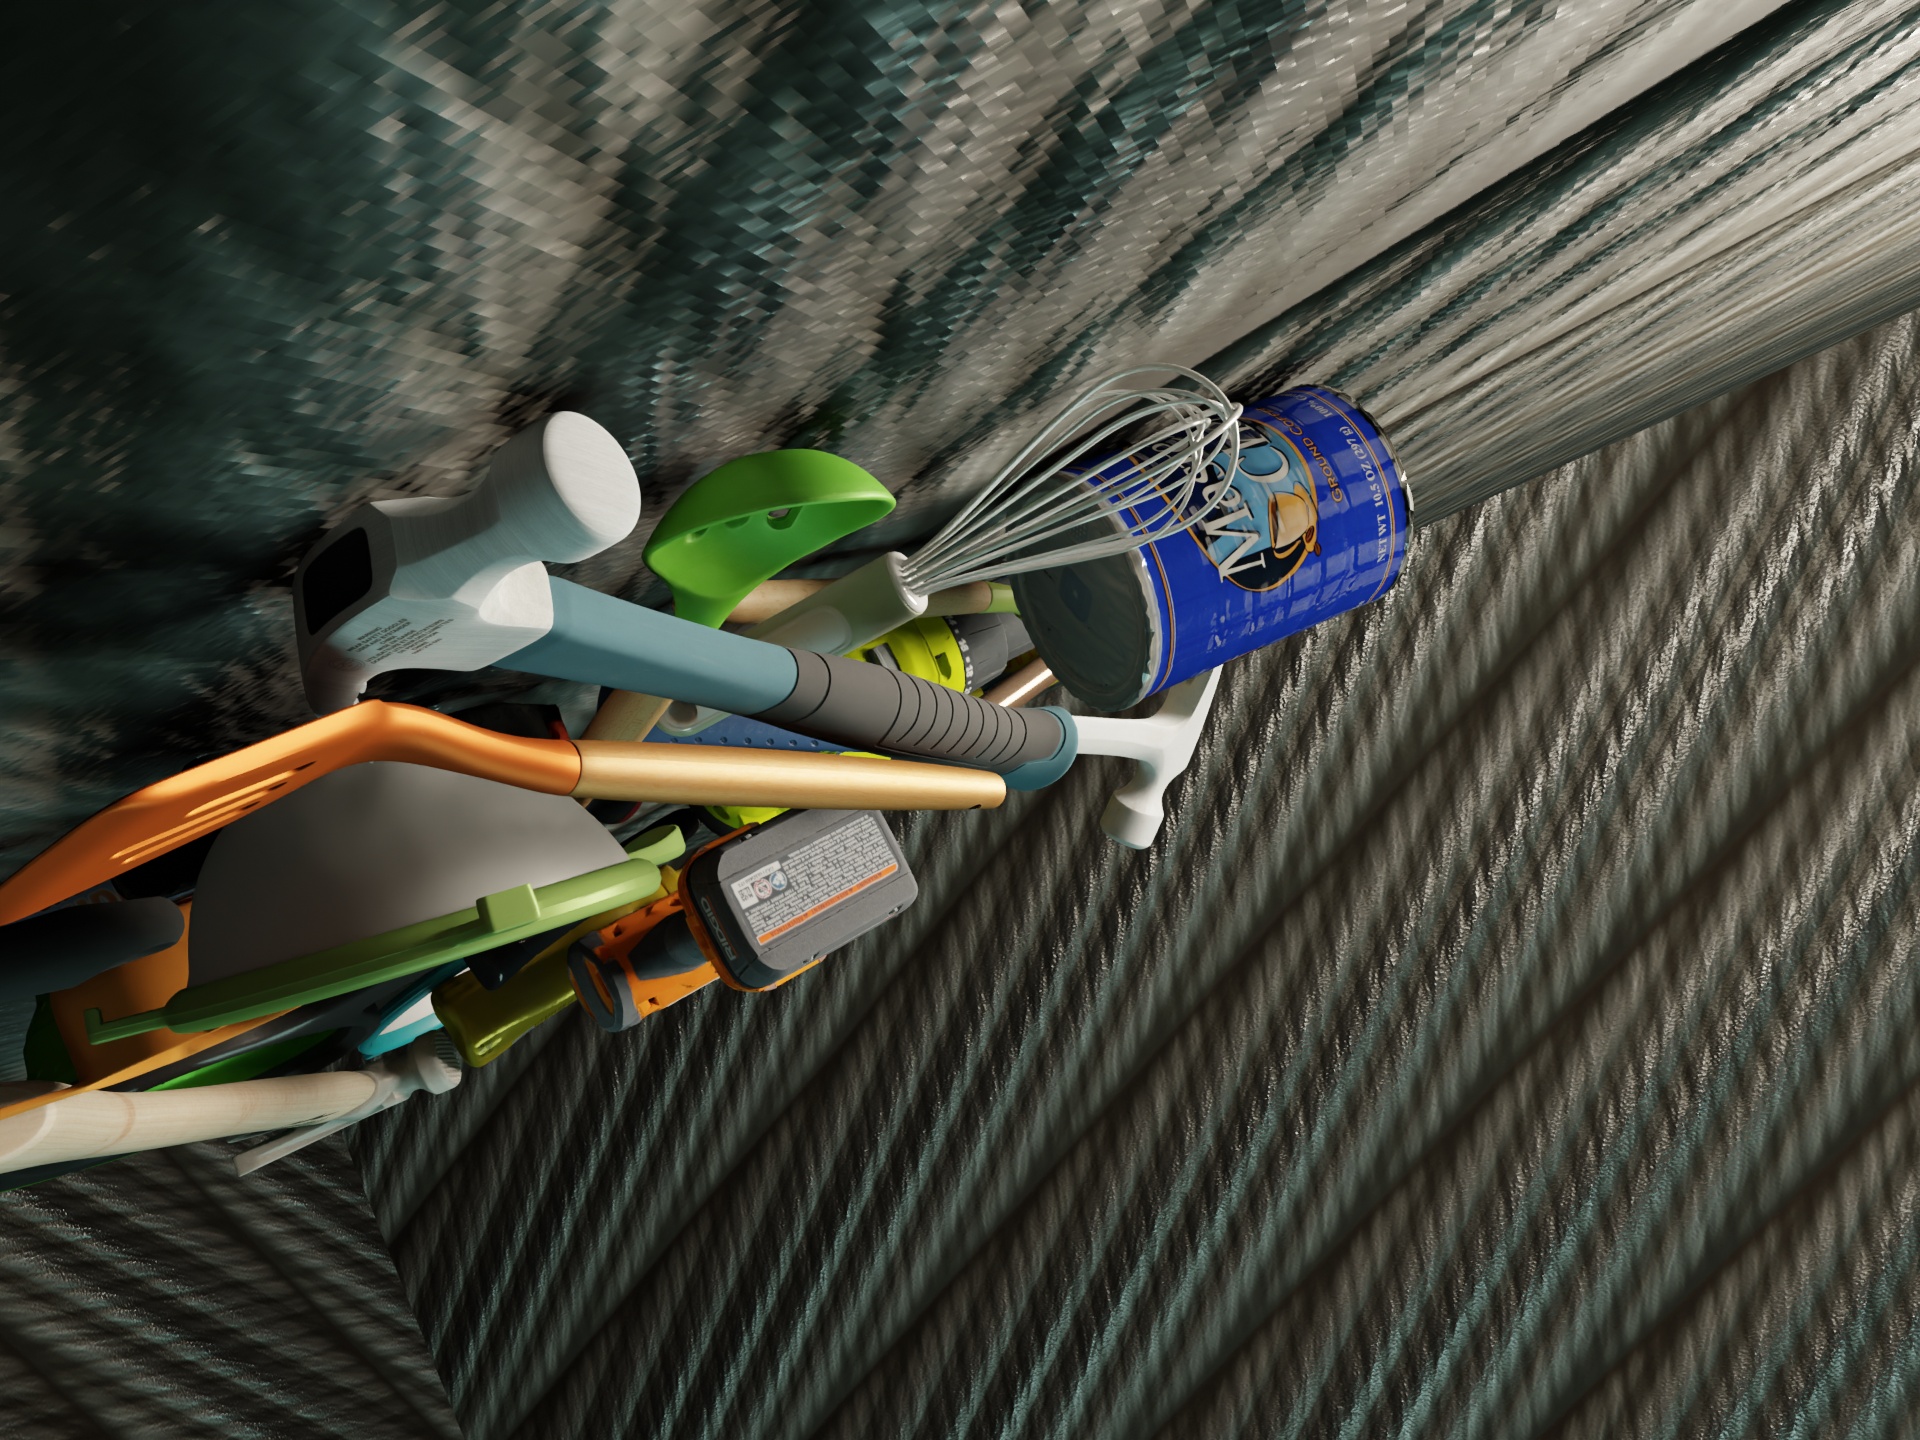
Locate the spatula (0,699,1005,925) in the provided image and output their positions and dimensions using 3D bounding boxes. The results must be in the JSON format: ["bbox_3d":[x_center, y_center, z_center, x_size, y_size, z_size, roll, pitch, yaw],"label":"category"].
[{"bbox_3d":[-0.087,0.023,0.435,0.081,0.041,0.322,-27,160,35],"label":"spatula"}]

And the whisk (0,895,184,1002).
[{"bbox_3d":[-0.339,0.086,0.437,0.073,0.073,0.296,-24,176,23],"label":"whisk"}]

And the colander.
[{"bbox_3d":[-0.369,0.129,0.849,0.397,0.094,0.204,-29,169,19],"label":"colander"}]

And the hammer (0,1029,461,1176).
[{"bbox_3d":[-0.388,0.201,0.798,0.146,0.038,0.410,-24,169,-3],"label":"hammer"}]

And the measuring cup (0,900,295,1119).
[{"bbox_3d":[-0.331,0.112,0.586,0.173,0.052,0.095,-19,174,-39],"label":"measuring cup"}]

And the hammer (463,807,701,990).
[{"bbox_3d":[-0.167,0.060,1.032,0.149,0.036,0.409,-28,-174,36],"label":"hammer"}]

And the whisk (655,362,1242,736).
[{"bbox_3d":[-0.012,-0.052,0.561,0.246,0.057,0.059,-26,-165,20],"label":"whisk"}]

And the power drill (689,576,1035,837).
[{"bbox_3d":[-0.061,-0.010,0.907,0.190,0.080,0.228,-25,176,-27],"label":"power drill"}]

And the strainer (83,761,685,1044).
[{"bbox_3d":[-0.162,0.039,0.549,0.151,0.069,0.256,-16,180,15],"label":"strainer"}]

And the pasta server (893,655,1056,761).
[{"bbox_3d":[0.067,-0.034,0.912,0.316,0.040,0.060,-35,151,-35],"label":"pasta server"}]

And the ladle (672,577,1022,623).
[{"bbox_3d":[-0.012,-0.065,0.701,0.078,0.062,0.320,-29,168,34],"label":"ladle"}]

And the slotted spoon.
[{"bbox_3d":[-0.106,-0.013,0.540,0.070,0.031,0.313,-11,164,-32],"label":"slotted spoon"}]

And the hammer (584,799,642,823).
[{"bbox_3d":[-0.250,0.050,0.860,0.143,0.038,0.386,-22,177,0],"label":"hammer"}]

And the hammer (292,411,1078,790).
[{"bbox_3d":[-0.051,-0.010,0.485,0.128,0.033,0.330,-21,162,27],"label":"hammer"}]

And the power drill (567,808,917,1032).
[{"bbox_3d":[-0.120,0.108,0.928,0.164,0.084,0.226,-26,178,-37],"label":"power drill"}]

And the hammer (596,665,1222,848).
[{"bbox_3d":[-0.001,-0.003,0.802,0.405,0.035,0.144,4,114,-47],"label":"hammer"}]

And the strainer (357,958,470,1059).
[{"bbox_3d":[-0.329,0.117,1.073,0.211,0.095,0.340,-30,171,-29],"label":"strainer"}]
